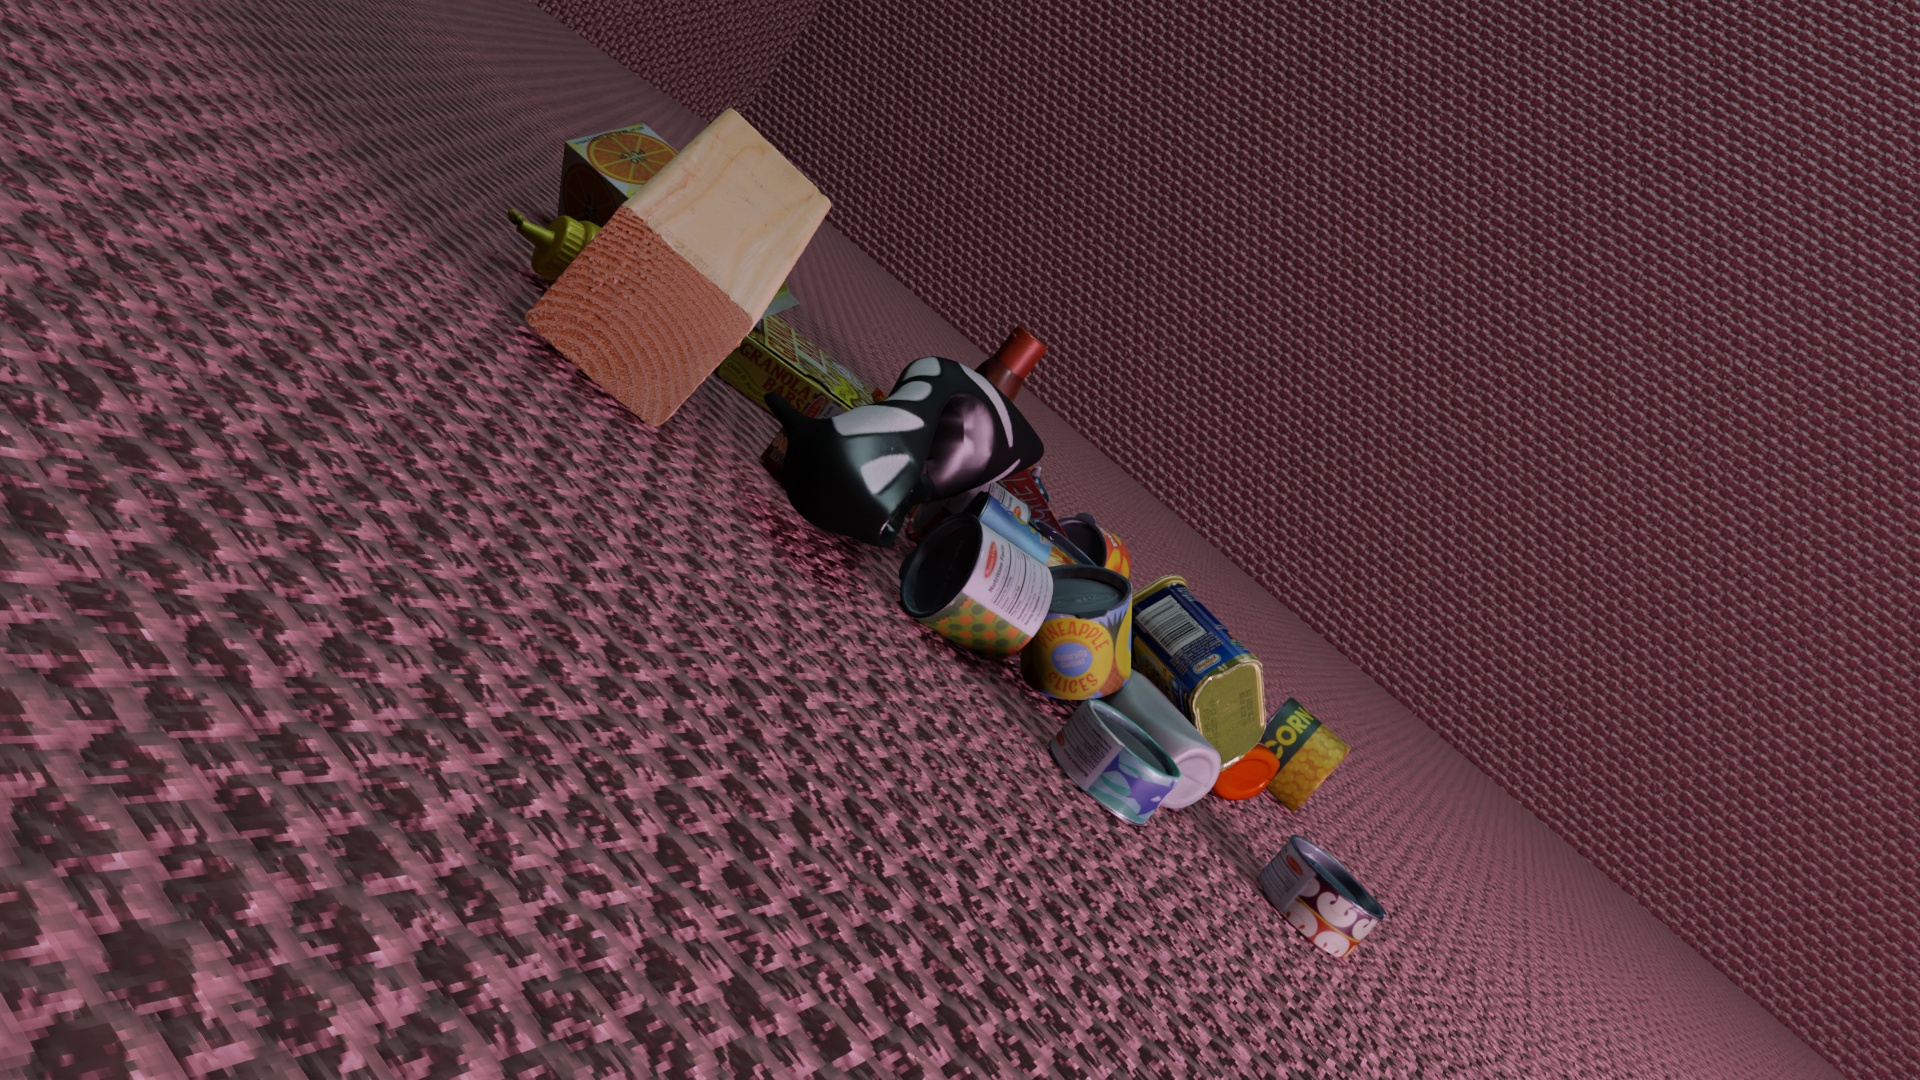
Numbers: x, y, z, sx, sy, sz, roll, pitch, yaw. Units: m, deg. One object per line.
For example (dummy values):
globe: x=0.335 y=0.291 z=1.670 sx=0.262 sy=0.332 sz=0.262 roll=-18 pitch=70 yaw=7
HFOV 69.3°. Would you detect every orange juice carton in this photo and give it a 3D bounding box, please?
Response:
orange juice carton: x=-0.204 y=-0.216 z=1.007 sx=0.193 sy=0.072 sz=0.072 roll=42 pitch=47 yaw=20

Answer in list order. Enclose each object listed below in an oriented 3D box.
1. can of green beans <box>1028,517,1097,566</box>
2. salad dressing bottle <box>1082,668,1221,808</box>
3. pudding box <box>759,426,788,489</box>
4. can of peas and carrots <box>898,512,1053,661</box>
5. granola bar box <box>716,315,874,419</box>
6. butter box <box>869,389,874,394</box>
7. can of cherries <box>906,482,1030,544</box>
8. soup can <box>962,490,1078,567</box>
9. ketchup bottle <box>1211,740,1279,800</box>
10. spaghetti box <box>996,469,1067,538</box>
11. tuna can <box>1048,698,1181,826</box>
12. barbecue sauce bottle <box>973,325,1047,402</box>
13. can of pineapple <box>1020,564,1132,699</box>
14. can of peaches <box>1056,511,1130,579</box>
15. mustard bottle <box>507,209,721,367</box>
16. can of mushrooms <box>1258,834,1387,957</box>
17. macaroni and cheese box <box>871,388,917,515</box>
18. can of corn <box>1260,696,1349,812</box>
can of green beans: x=0.059 y=0.027 z=0.981 sx=0.071 sy=0.057 sz=0.071 roll=38 pitch=10 yaw=-7
salad dressing bottle: x=0.100 y=0.101 z=0.844 sx=0.064 sy=0.044 sz=0.148 roll=31 pitch=11 yaw=-36
pudding box: x=-0.078 y=-0.036 z=0.853 sx=0.083 sy=0.030 sz=0.050 roll=26 pitch=17 yaw=-52
can of peas and carrots: x=0.008 y=0.027 z=0.780 sx=0.058 sy=0.071 sz=0.071 roll=34 pitch=11 yaw=-30
granola bar box: x=-0.123 y=-0.123 z=1.053 sx=0.124 sy=0.039 sz=0.166 roll=35 pitch=10 yaw=-18
butter box: x=-0.076 y=-0.113 z=1.221 sx=0.053 sy=0.024 sz=0.103 roll=44 pitch=11 yaw=33
can of cherries: x=0.003 y=-0.012 z=0.946 sx=0.058 sy=0.071 sz=0.072 roll=35 pitch=10 yaw=-17
soup can: x=0.030 y=0.018 z=0.881 sx=0.084 sy=0.071 sz=0.071 roll=38 pitch=10 yaw=-10
ketchup bottle: x=0.152 y=0.116 z=0.962 sx=0.065 sy=0.043 sz=0.149 roll=21 pitch=19 yaw=-43
spaghetti box: x=0.050 y=-0.037 z=1.131 sx=0.251 sy=0.028 sz=0.050 roll=61 pitch=3 yaw=31
tuna can: x=0.084 y=0.118 z=0.736 sx=0.071 sy=0.032 sz=0.071 roll=37 pitch=10 yaw=-7
barbecue sauce bottle: x=0.022 y=-0.134 z=1.311 sx=0.043 sy=0.148 sz=0.065 roll=33 pitch=11 yaw=-29
can of pineapple: x=0.067 y=0.054 z=0.815 sx=0.071 sy=0.057 sz=0.071 roll=-2 pitch=24 yaw=1
can of peaches: x=0.102 y=0.015 z=1.154 sx=0.071 sy=0.071 sz=0.058 roll=44 pitch=10 yaw=28
mustard bottle: x=-0.213 y=-0.160 z=0.861 sx=0.160 sy=0.048 sz=0.065 roll=30 pitch=20 yaw=-39
can of mushrooms: x=0.206 y=0.203 z=0.790 sx=0.071 sy=0.033 sz=0.071 roll=37 pitch=9 yaw=-7
macaroni and cheese box: x=-0.023 y=-0.049 z=1.078 sx=0.123 sy=0.040 sz=0.167 roll=37 pitch=10 yaw=-19
can of corn: x=0.249 y=0.159 z=1.041 sx=0.058 sy=0.071 sz=0.071 roll=42 pitch=10 yaw=16
